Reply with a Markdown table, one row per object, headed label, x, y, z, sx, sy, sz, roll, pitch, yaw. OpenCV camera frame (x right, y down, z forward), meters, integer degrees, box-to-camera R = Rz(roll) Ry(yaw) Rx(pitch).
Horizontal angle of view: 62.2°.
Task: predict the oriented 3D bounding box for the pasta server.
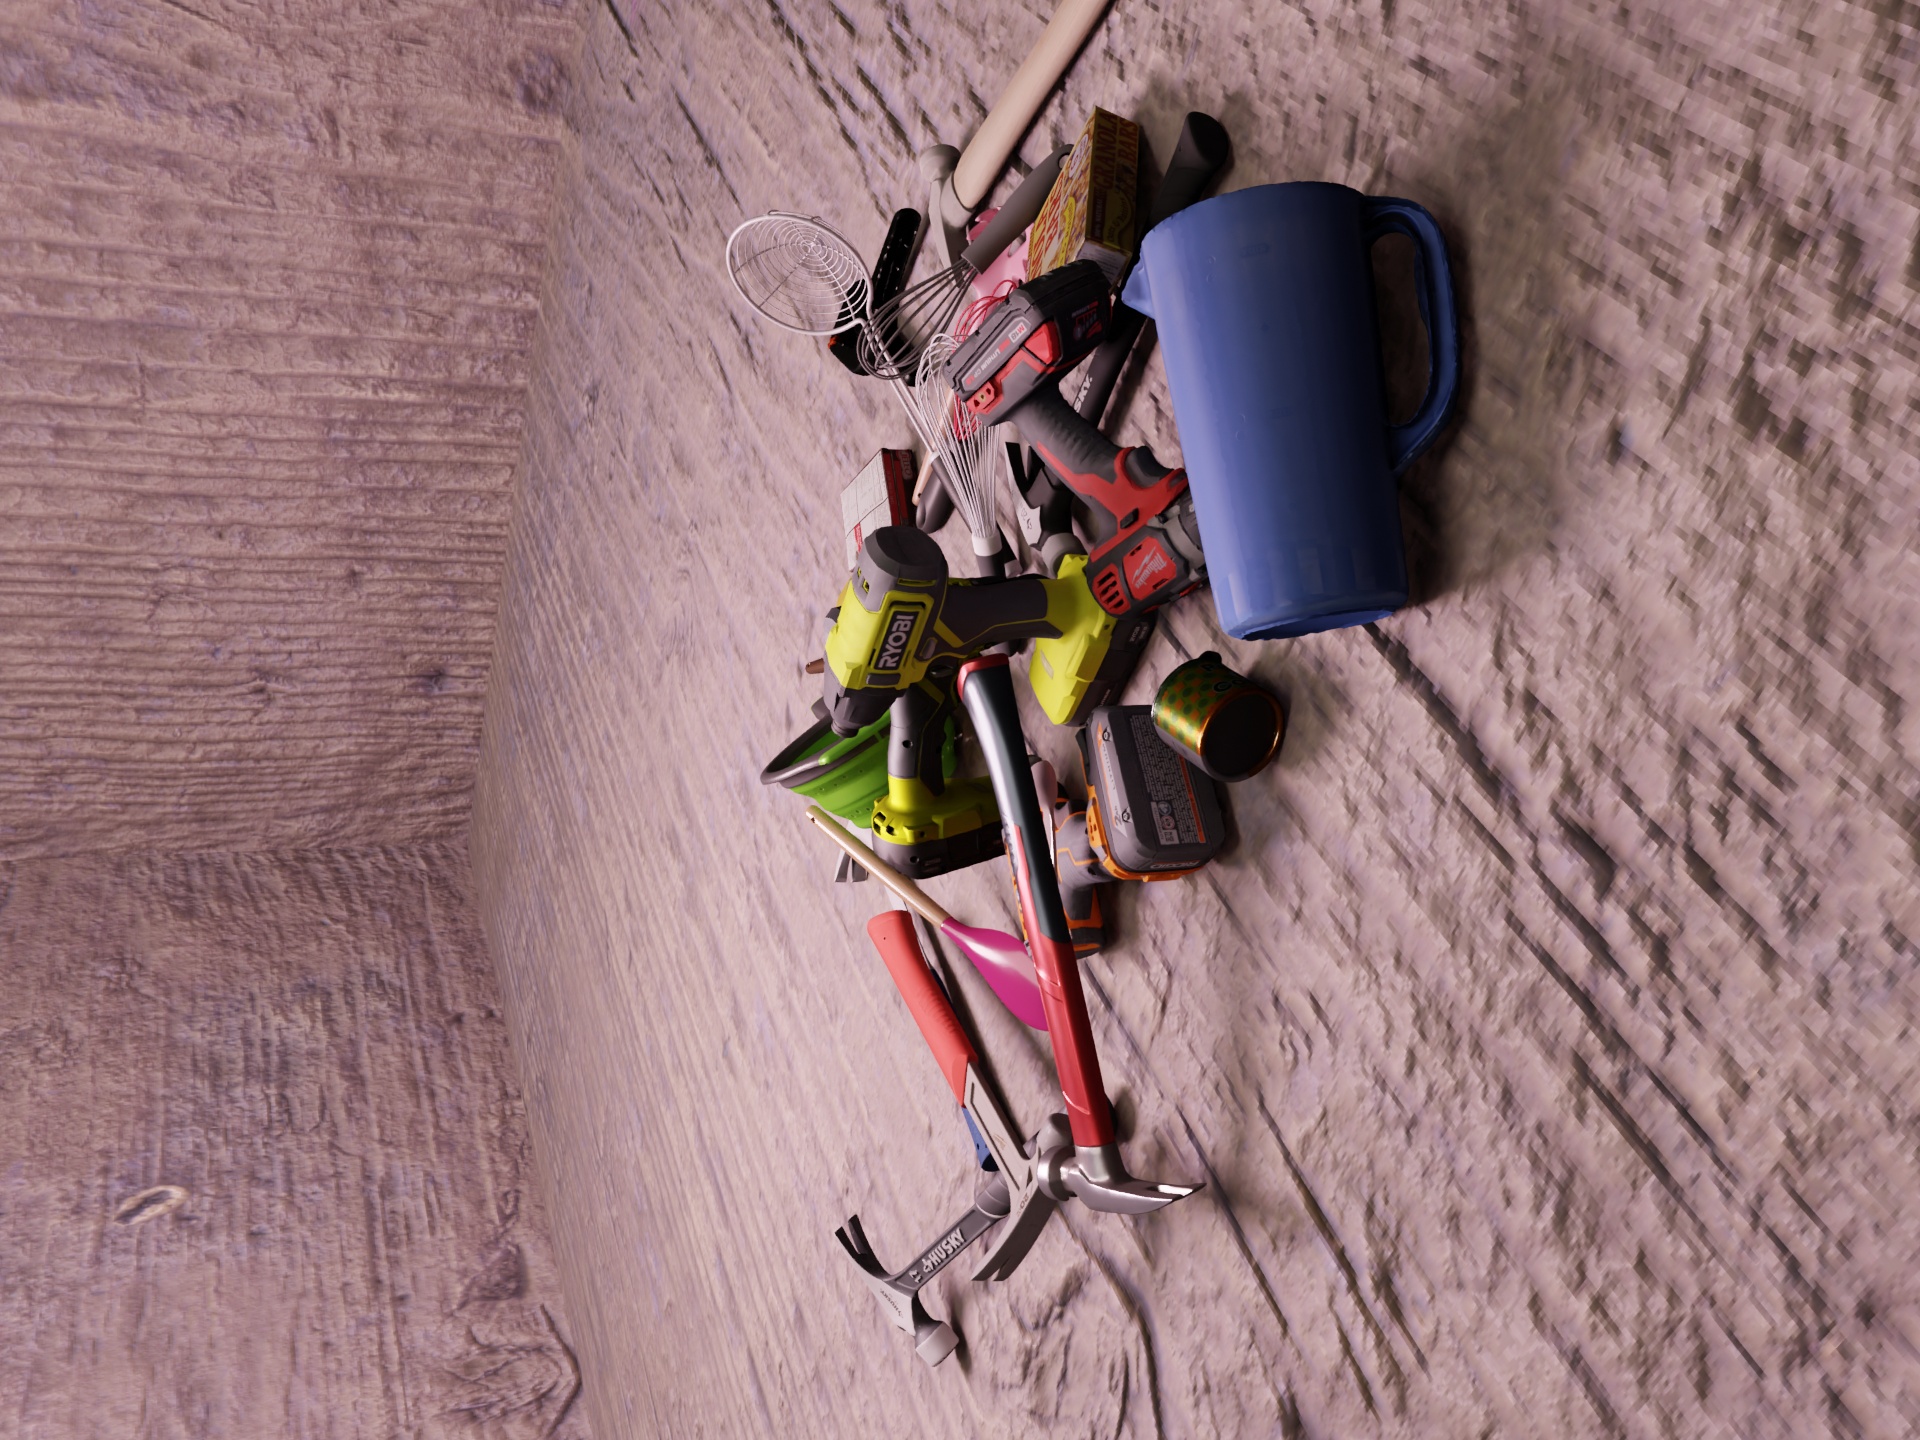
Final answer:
| label | x | y | z | sx | sy | sz | roll | pitch | yaw |
| --- | --- | --- | --- | --- | --- | --- | --- | --- | --- |
| pasta server | 0.003 | -0.309 | 1.385 | 0.040 | 0.060 | 0.316 | -67 | 0 | -48 |

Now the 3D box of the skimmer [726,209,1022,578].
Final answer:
| label | x | y | z | sx | sy | sz | roll | pitch | yaw |
| --- | --- | --- | --- | --- | --- | --- | --- | --- | --- |
| skimmer | -0.070 | -0.265 | 1.331 | 0.363 | 0.090 | 0.127 | 60 | 143 | 7 |

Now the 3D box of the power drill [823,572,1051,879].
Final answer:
| label | x | y | z | sx | sy | sz | roll | pitch | yaw |
| --- | --- | --- | --- | --- | --- | --- | --- | --- | --- |
| power drill | -0.002 | -0.004 | 1.272 | 0.080 | 0.190 | 0.228 | 35 | 135 | 58 |

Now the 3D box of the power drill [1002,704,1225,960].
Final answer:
| label | x | y | z | sx | sy | sz | roll | pitch | yaw |
| --- | --- | --- | --- | --- | --- | --- | --- | --- | --- |
| power drill | 0.096 | 0.070 | 1.162 | 0.226 | 0.084 | 0.164 | 129 | 134 | -57 |

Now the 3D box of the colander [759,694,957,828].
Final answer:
| label | x | y | z | sx | sy | sz | roll | pitch | yaw |
| --- | --- | --- | --- | --- | --- | --- | --- | --- | --- |
| colander | -0.086 | 0.025 | 1.504 | 0.094 | 0.204 | 0.397 | 57 | 173 | -10 |

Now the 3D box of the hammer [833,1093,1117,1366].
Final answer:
| label | x | y | z | sx | sy | sz | roll | pitch | yaw |
| --- | --- | --- | --- | --- | --- | --- | --- | --- | --- |
| hammer | 0.016 | 0.408 | 1.327 | 0.149 | 0.036 | 0.408 | 46 | 133 | 12 |

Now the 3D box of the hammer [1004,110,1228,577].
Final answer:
| label | x | y | z | sx | sy | sz | roll | pitch | yaw |
| --- | --- | --- | --- | --- | --- | --- | --- | --- | --- |
| hammer | 0.112 | -0.278 | 1.163 | 0.146 | 0.035 | 0.334 | -111 | 35 | -46 |

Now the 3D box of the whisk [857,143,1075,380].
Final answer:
| label | x | y | z | sx | sy | sz | roll | pitch | yaw |
| --- | --- | --- | --- | --- | --- | --- | --- | --- | --- |
| whisk | 0.008 | -0.364 | 1.257 | 0.239 | 0.055 | 0.055 | -45 | 41 | 9 |

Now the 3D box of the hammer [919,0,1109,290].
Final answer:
| label | x | y | z | sx | sy | sz | roll | pitch | yaw |
| --- | --- | --- | --- | --- | --- | --- | --- | --- | --- |
| hammer | 0.073 | -0.514 | 1.246 | 0.410 | 0.038 | 0.146 | -44 | 53 | 55 |

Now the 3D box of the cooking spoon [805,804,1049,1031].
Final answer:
| label | x | y | z | sx | sy | sz | roll | pitch | yaw |
| --- | --- | --- | --- | --- | --- | --- | --- | --- | --- |
| cooking spoon | -0.029 | 0.160 | 1.363 | 0.319 | 0.017 | 0.068 | 36 | 127 | 33 |

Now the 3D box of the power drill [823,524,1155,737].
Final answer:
| label | x | y | z | sx | sy | sz | roll | pitch | yaw |
| --- | --- | --- | --- | --- | --- | --- | --- | --- | --- |
| power drill | 0.014 | -0.056 | 1.160 | 0.080 | 0.223 | 0.171 | 64 | 144 | 41 |

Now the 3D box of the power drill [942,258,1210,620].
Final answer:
| label | x | y | z | sx | sy | sz | roll | pitch | yaw |
| --- | --- | --- | --- | --- | --- | --- | --- | --- | --- |
| power drill | 0.110 | -0.191 | 1.054 | 0.226 | 0.080 | 0.188 | 55 | 141 | -1 |

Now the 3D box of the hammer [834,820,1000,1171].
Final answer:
| label | x | y | z | sx | sy | sz | roll | pitch | yaw |
| --- | --- | --- | --- | --- | --- | --- | --- | --- | --- |
| hammer | -0.035 | 0.233 | 1.469 | 0.406 | 0.035 | 0.144 | 65 | 144 | 40 |

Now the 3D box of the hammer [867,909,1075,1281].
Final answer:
| label | x | y | z | sx | sy | sz | roll | pitch | yaw |
| --- | --- | --- | --- | --- | --- | --- | --- | --- | --- |
| hammer | -0.010 | 0.281 | 1.313 | 0.149 | 0.036 | 0.359 | -64 | 32 | 18 |

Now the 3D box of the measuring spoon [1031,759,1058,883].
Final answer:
| label | x | y | z | sx | sy | sz | roll | pitch | yaw |
| --- | --- | --- | --- | --- | --- | --- | --- | --- | --- |
| measuring spoon | 0.057 | 0.091 | 1.131 | 0.034 | 0.018 | 0.124 | -176 | 83 | -71 |

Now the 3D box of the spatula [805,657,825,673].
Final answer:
| label | x | y | z | sx | sy | sz | roll | pitch | yaw |
| --- | --- | --- | --- | --- | --- | --- | --- | --- | --- |
| spatula | -0.098 | -0.068 | 1.605 | 0.316 | 0.018 | 0.060 | -9 | 56 | 65 |

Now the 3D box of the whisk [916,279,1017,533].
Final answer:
| label | x | y | z | sx | sy | sz | roll | pitch | yaw |
| --- | --- | --- | --- | --- | --- | --- | --- | --- | --- |
| whisk | 0.007 | -0.259 | 1.364 | 0.295 | 0.073 | 0.073 | 116 | 144 | -53 |

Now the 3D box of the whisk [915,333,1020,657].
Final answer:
| label | x | y | z | sx | sy | sz | roll | pitch | yaw |
| --- | --- | --- | --- | --- | --- | --- | --- | --- | --- |
| whisk | 0.016 | -0.171 | 1.261 | 0.070 | 0.070 | 0.284 | 47 | 154 | 54 |

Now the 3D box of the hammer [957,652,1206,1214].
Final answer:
| label | x | y | z | sx | sy | sz | roll | pitch | yaw |
| --- | --- | --- | --- | --- | --- | --- | --- | --- | --- |
| hammer | 0.068 | 0.141 | 1.086 | 0.143 | 0.038 | 0.386 | -16 | 86 | 54 |
